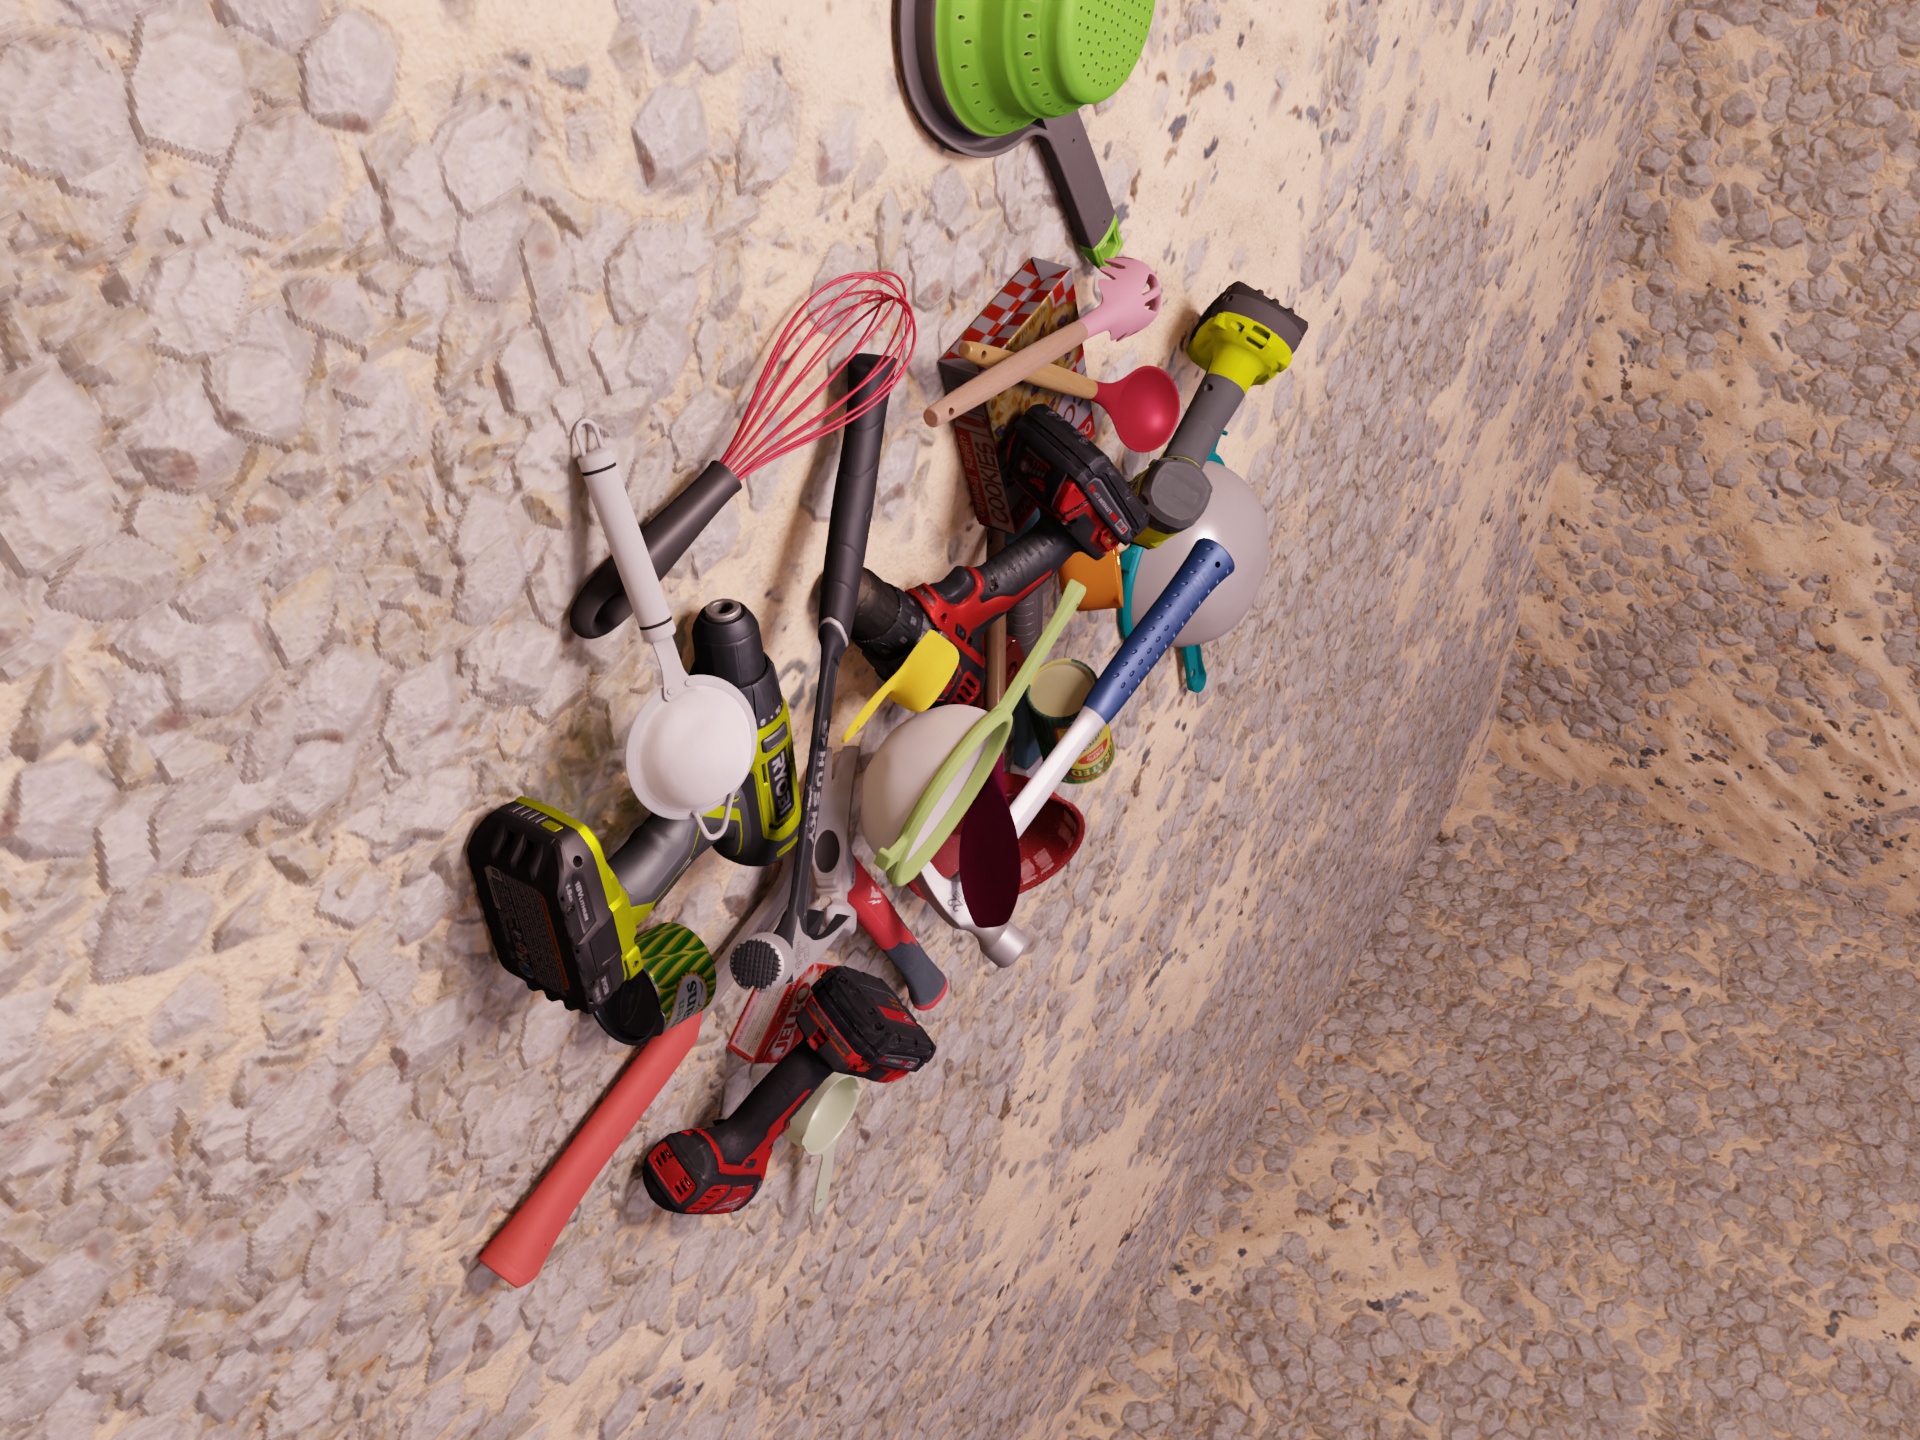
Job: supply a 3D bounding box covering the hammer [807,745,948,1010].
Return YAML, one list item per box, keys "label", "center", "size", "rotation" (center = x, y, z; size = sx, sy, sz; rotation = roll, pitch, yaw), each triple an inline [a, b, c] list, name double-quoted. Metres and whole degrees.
- label: "hammer"
  center: [-0.061, 0.154, 1.311]
  size: [0.386, 0.038, 0.143]
  rotation: [67, 23, -65]

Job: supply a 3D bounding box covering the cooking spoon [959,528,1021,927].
- label: "cooking spoon"
  center: [0.027, 0.001, 1.229]
  size: [0.017, 0.069, 0.319]
  rotation: [13, 72, -40]

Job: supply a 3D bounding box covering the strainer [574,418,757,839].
- label: "strainer"
  center: [-0.166, -0.043, 0.886]
  size: [0.087, 0.050, 0.258]
  rotation: [-30, 113, -32]

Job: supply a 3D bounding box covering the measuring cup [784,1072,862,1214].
- label: "measuring cup"
  center: [-0.130, 0.369, 1.396]
  size: [0.083, 0.038, 0.167]
  rotation: [-34, 142, -47]

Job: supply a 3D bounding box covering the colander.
- label: "colander"
  center: [0.082, -0.416, 1.048]
  size: [0.204, 0.094, 0.396]
  rotation: [-61, 153, -9]

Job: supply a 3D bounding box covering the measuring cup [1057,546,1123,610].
- label: "measuring cup"
  center: [0.100, -0.157, 1.322]
  size: [0.173, 0.052, 0.095]
  rotation: [65, 20, -58]

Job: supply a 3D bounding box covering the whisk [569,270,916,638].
- label: "whisk"
  center: [-0.124, -0.157, 0.935]
  size: [0.296, 0.073, 0.073]
  rotation: [-50, 151, -16]

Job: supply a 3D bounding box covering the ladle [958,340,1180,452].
- label: "ladle"
  center: [0.085, -0.249, 1.183]
  size: [0.315, 0.031, 0.069]
  rotation: [-3, 107, -58]

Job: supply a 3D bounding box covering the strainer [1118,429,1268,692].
- label: "strainer"
  center: [0.262, -0.120, 1.637]
  size: [0.211, 0.095, 0.340]
  rotation: [-54, 150, -23]

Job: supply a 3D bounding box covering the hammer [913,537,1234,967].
- label: "hammer"
  center: [0.100, 0.000, 1.307]
  size: [0.405, 0.144, 0.035]
  rotation: [-52, -166, -21]

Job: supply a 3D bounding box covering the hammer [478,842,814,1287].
- label: "hammer"
  center: [-0.212, 0.231, 1.123]
  size: [0.359, 0.037, 0.149]
  rotation: [-53, 152, -24]

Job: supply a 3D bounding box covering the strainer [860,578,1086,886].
- label: "strainer"
  center: [-0.002, -0.004, 1.151]
  size: [0.256, 0.069, 0.151]
  rotation: [-58, 170, -3]

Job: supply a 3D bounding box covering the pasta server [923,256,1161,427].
- label: "pasta server"
  center: [0.062, -0.261, 1.105]
  size: [0.316, 0.040, 0.060]
  rotation: [-40, 122, -44]

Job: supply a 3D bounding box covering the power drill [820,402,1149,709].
- label: "power drill"
  center: [0.012, -0.118, 1.151]
  size: [0.226, 0.080, 0.187]
  rotation: [-46, 146, 4]

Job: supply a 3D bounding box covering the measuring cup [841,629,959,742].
- label: "measuring cup"
  center: [-0.039, -0.013, 1.062]
  size: [0.062, 0.029, 0.156]
  rotation: [-59, 176, 30]

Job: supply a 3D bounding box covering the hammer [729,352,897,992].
- label: "hammer"
  center: [-0.082, -0.036, 1.029]
  size: [0.149, 0.036, 0.409]
  rotation: [5, 94, -78]

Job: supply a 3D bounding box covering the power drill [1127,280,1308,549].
- label: "power drill"
  center: [0.205, -0.258, 1.398]
  size: [0.223, 0.080, 0.171]
  rotation: [-61, -173, -6]

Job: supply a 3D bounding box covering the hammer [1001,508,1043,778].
- label: "hammer"
  center: [0.057, -0.048, 1.388]
  size: [0.128, 0.033, 0.330]
  rotation: [-44, 147, -35]

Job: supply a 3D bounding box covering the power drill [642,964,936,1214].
- label: "power drill"
  center: [-0.132, 0.296, 1.229]
  size: [0.219, 0.079, 0.143]
  rotation: [-43, 155, 2]

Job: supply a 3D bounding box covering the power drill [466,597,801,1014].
- label: "power drill"
  center: [-0.185, 0.049, 0.974]
  size: [0.228, 0.080, 0.190]
  rotation: [-44, 143, -41]
